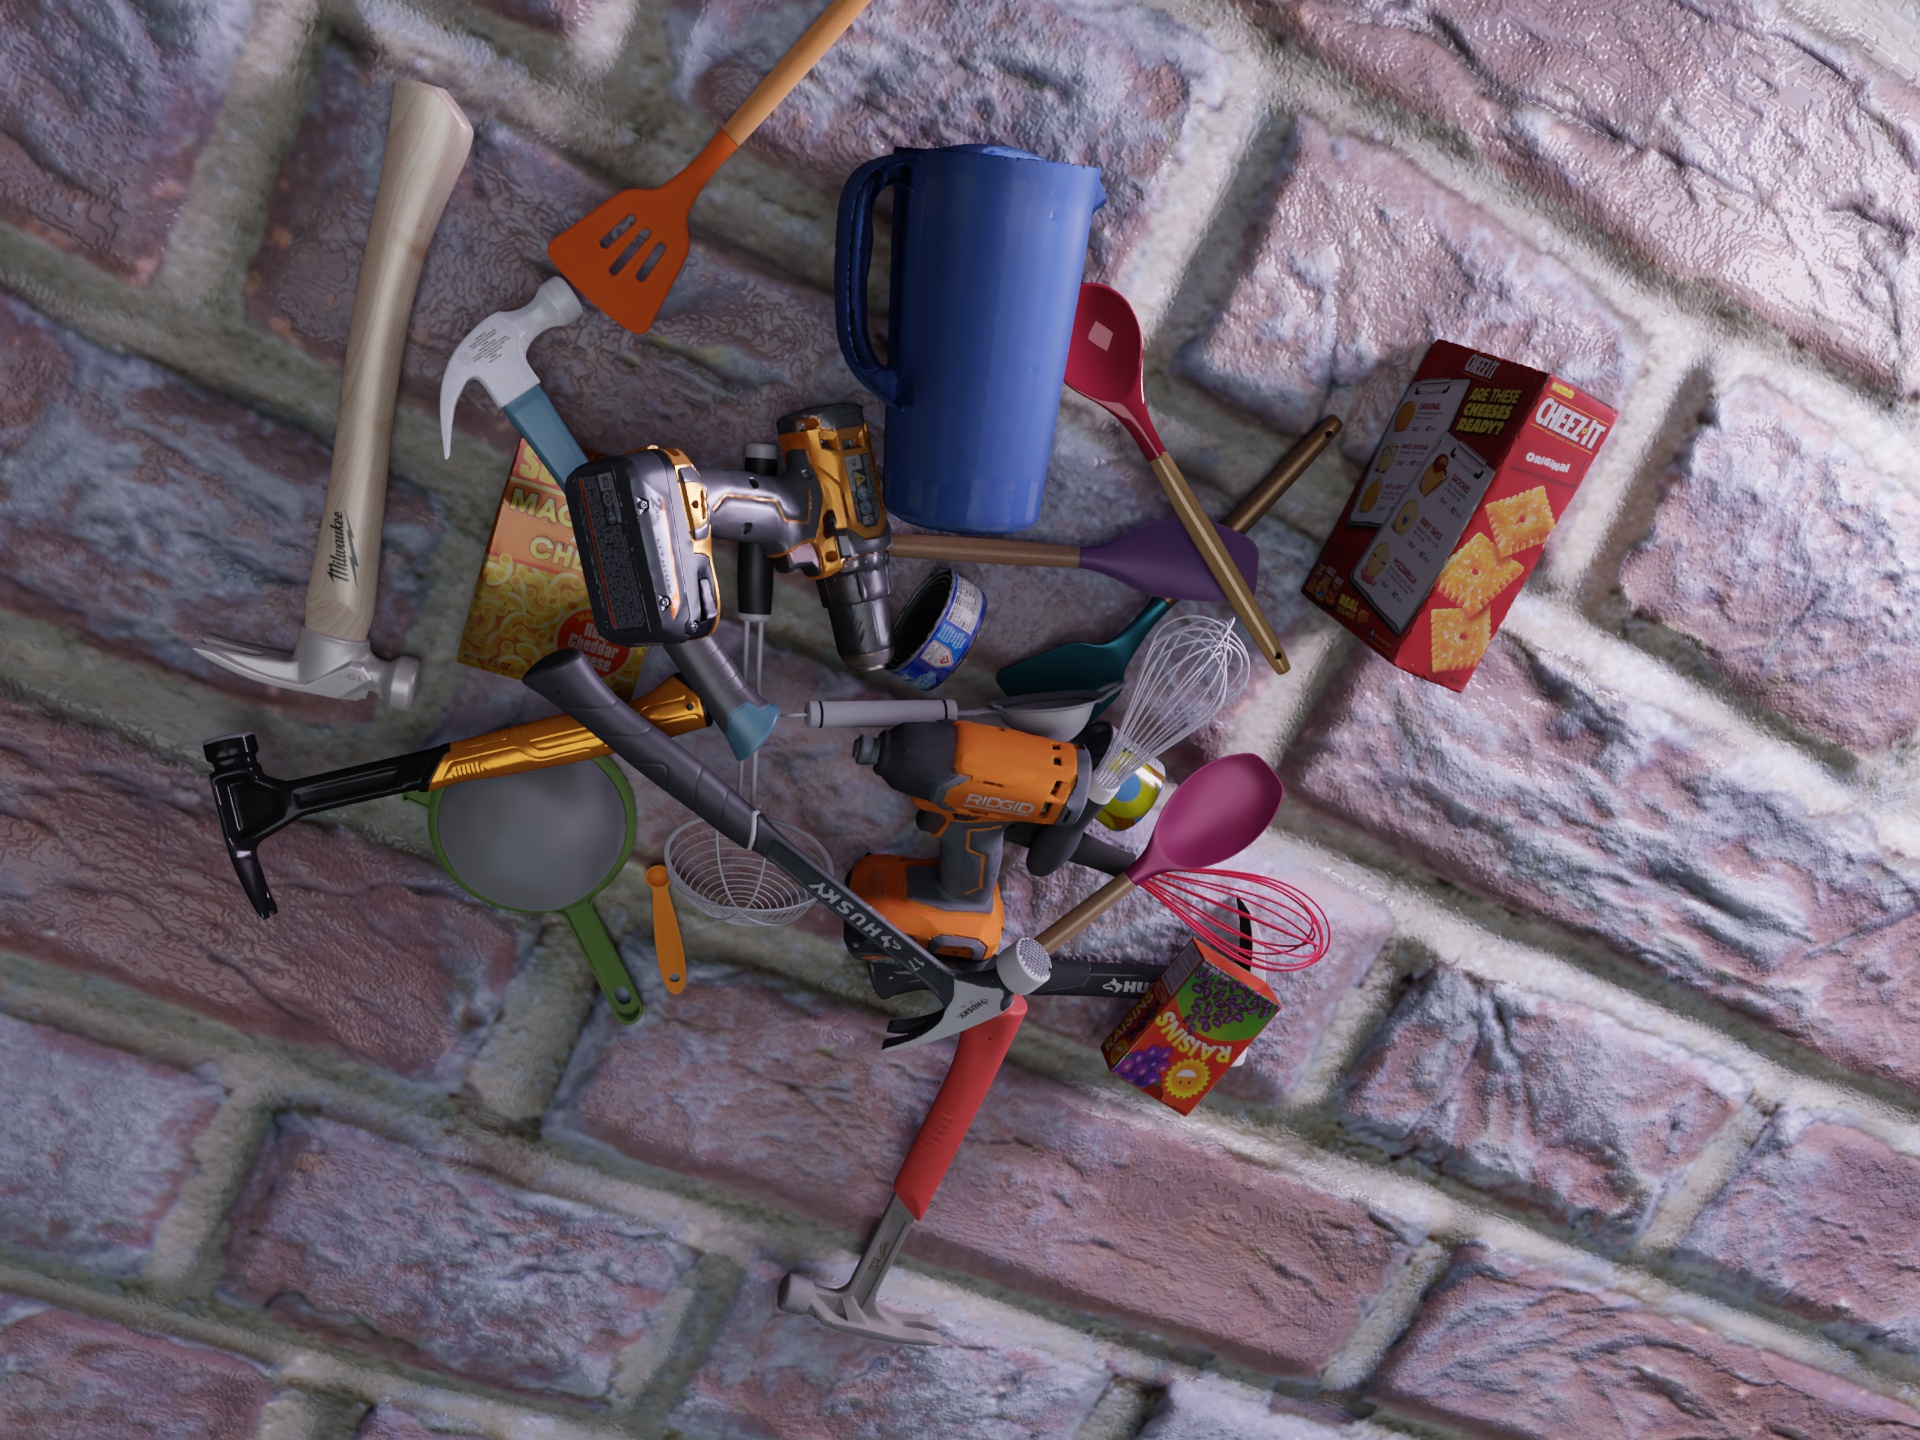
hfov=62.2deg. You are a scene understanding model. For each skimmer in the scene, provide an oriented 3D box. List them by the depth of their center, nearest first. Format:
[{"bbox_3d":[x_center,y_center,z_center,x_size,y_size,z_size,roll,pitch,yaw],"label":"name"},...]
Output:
[{"bbox_3d":[-0.150,-0.019,1.164,0.127,0.090,0.363,4,100,1],"label":"skimmer"}]

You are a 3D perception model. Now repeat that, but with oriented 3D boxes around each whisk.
[{"bbox_3d":[0.116,0.026,1.123,0.070,0.070,0.284,19,134,-16],"label":"whisk"},{"bbox_3d":[0.149,0.122,1.233,0.296,0.073,0.073,22,106,-1],"label":"whisk"}]

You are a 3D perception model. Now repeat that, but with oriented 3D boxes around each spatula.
[{"bbox_3d":[-0.131,-0.392,1.021,0.081,0.041,0.322,42,98,-20],"label":"spatula"},{"bbox_3d":[0.060,-0.122,1.151,0.316,0.018,0.060,3,92,-4],"label":"spatula"},{"bbox_3d":[0.165,-0.111,1.187,0.317,0.044,0.082,-46,110,4],"label":"spatula"}]

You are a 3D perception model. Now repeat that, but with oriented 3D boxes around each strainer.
[{"bbox_3d":[-0.002,-0.004,1.137,0.258,0.087,0.050,-1,97,-17],"label":"strainer"},{"bbox_3d":[-0.295,0.130,1.173,0.151,0.069,0.256,-22,111,-1],"label":"strainer"}]

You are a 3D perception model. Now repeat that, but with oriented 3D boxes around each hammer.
[{"bbox_3d":[-0.399,-0.211,1.047,0.146,0.038,0.410,13,107,-13],"label":"hammer"},{"bbox_3d":[-0.223,-0.118,1.056,0.128,0.033,0.331,-35,104,-8],"label":"hammer"},{"bbox_3d":[-0.335,0.035,1.095,0.337,0.034,0.127,-14,93,-7],"label":"hammer"},{"bbox_3d":[-0.131,0.090,1.103,0.408,0.036,0.149,40,123,-16],"label":"hammer"},{"bbox_3d":[0.087,0.203,1.285,0.334,0.035,0.146,5,110,-11],"label":"hammer"},{"bbox_3d":[-0.022,0.372,1.310,0.149,0.037,0.359,18,113,-15],"label":"hammer"}]

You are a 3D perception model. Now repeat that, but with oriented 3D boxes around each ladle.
[{"bbox_3d":[0.155,-0.166,1.132,0.069,0.031,0.315,-33,101,-3],"label":"ladle"}]

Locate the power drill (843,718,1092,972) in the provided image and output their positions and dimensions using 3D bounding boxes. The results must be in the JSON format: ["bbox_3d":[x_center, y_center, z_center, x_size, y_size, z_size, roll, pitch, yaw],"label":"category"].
[{"bbox_3d":[-0.018,0.086,1.153,0.164,0.084,0.226,11,135,-14],"label":"power drill"}]

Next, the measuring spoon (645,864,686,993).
[{"bbox_3d":[-0.227,0.161,1.231,0.021,0.011,0.116,-6,115,-5],"label":"measuring spoon"}]

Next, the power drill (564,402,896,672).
[{"bbox_3d":[-0.132,-0.105,1.043,0.226,0.084,0.185,-21,104,-45],"label":"power drill"}]

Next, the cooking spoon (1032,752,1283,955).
[{"bbox_3d":[0.108,0.135,1.204,0.319,0.017,0.069,-39,91,9],"label":"cooking spoon"}]
